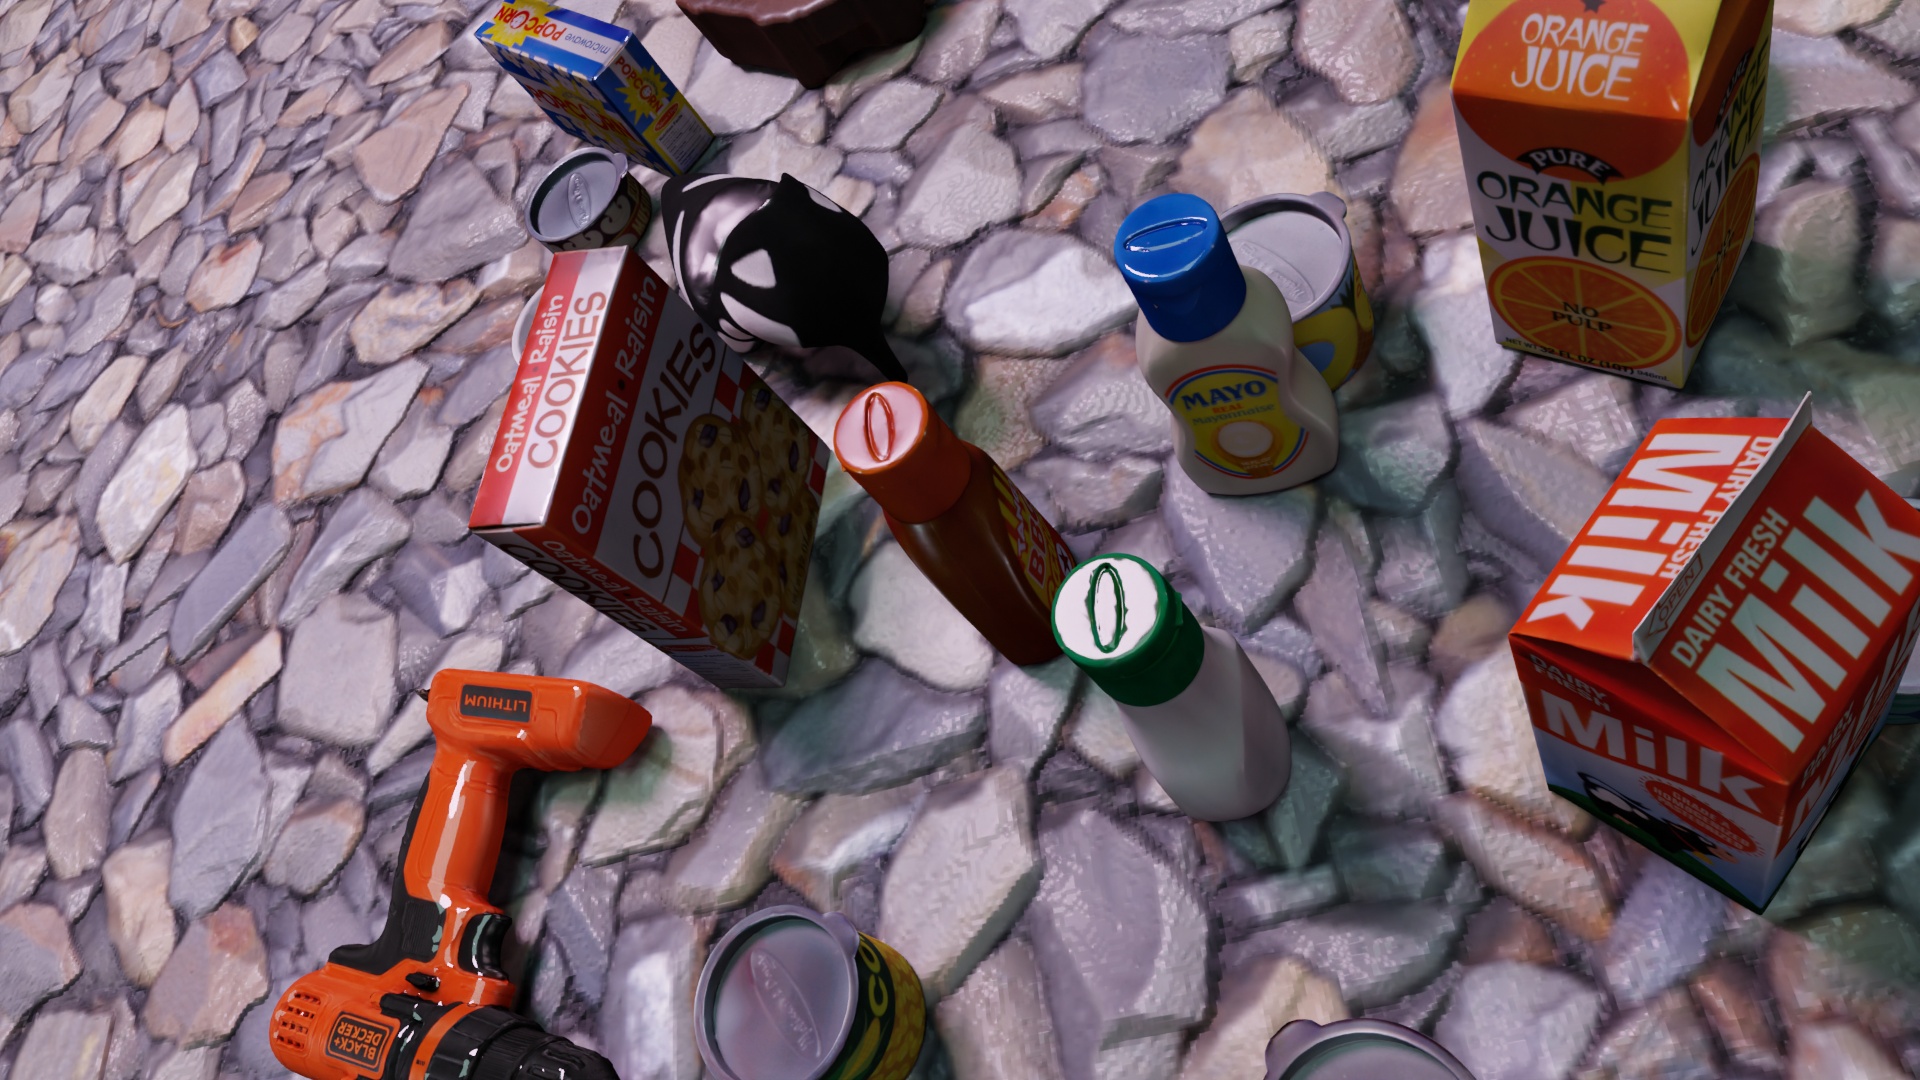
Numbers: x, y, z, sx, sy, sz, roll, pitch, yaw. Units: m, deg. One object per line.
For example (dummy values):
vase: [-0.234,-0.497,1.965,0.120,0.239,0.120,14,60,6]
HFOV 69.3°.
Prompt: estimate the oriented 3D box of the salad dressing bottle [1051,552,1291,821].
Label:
salad dressing bottle: [0.072,0.050,0.459,0.044,0.147,0.064,-11,60,21]

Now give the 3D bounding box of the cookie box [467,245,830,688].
cookie box: [-0.121,-0.024,0.582,0.040,0.167,0.123,-4,63,25]

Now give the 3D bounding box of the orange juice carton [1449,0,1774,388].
orange juice carton: [0.217,-0.136,0.460,0.072,0.192,0.073,22,76,34]

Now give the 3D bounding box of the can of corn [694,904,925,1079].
can of corn: [-0.052,0.171,0.510,0.071,0.058,0.071,-12,60,21]

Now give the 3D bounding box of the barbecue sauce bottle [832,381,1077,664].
barbecue sauce bottle: [0.002,-0.007,0.524,0.043,0.148,0.065,-19,57,17]

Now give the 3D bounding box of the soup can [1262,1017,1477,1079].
soup can: [0.125,0.177,0.403,0.071,0.083,0.071,-12,60,21]

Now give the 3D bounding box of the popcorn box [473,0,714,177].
popcorn box: [-0.213,-0.265,0.809,0.127,0.085,0.038,30,80,35]

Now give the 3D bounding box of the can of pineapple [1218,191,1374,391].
can of pineapple: [0.132,-0.098,0.565,0.071,0.057,0.071,-12,60,21]

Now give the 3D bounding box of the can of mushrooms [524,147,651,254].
can of mushrooms: [-0.212,-0.191,0.801,0.071,0.033,0.071,-12,60,21]

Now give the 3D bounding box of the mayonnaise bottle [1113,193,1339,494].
mayonnaise bottle: [0.096,-0.067,0.510,0.064,0.147,0.041,-10,60,22]

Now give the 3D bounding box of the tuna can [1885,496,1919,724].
tuna can: [0.290,0.021,0.437,0.071,0.032,0.071,-12,60,21]

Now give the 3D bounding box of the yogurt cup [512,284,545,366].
yogurt cup: [-0.192,-0.102,0.730,0.072,0.054,0.073,-12,60,21]

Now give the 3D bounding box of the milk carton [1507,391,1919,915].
milk carton: [0.204,0.034,0.376,0.073,0.190,0.072,33,82,35]
